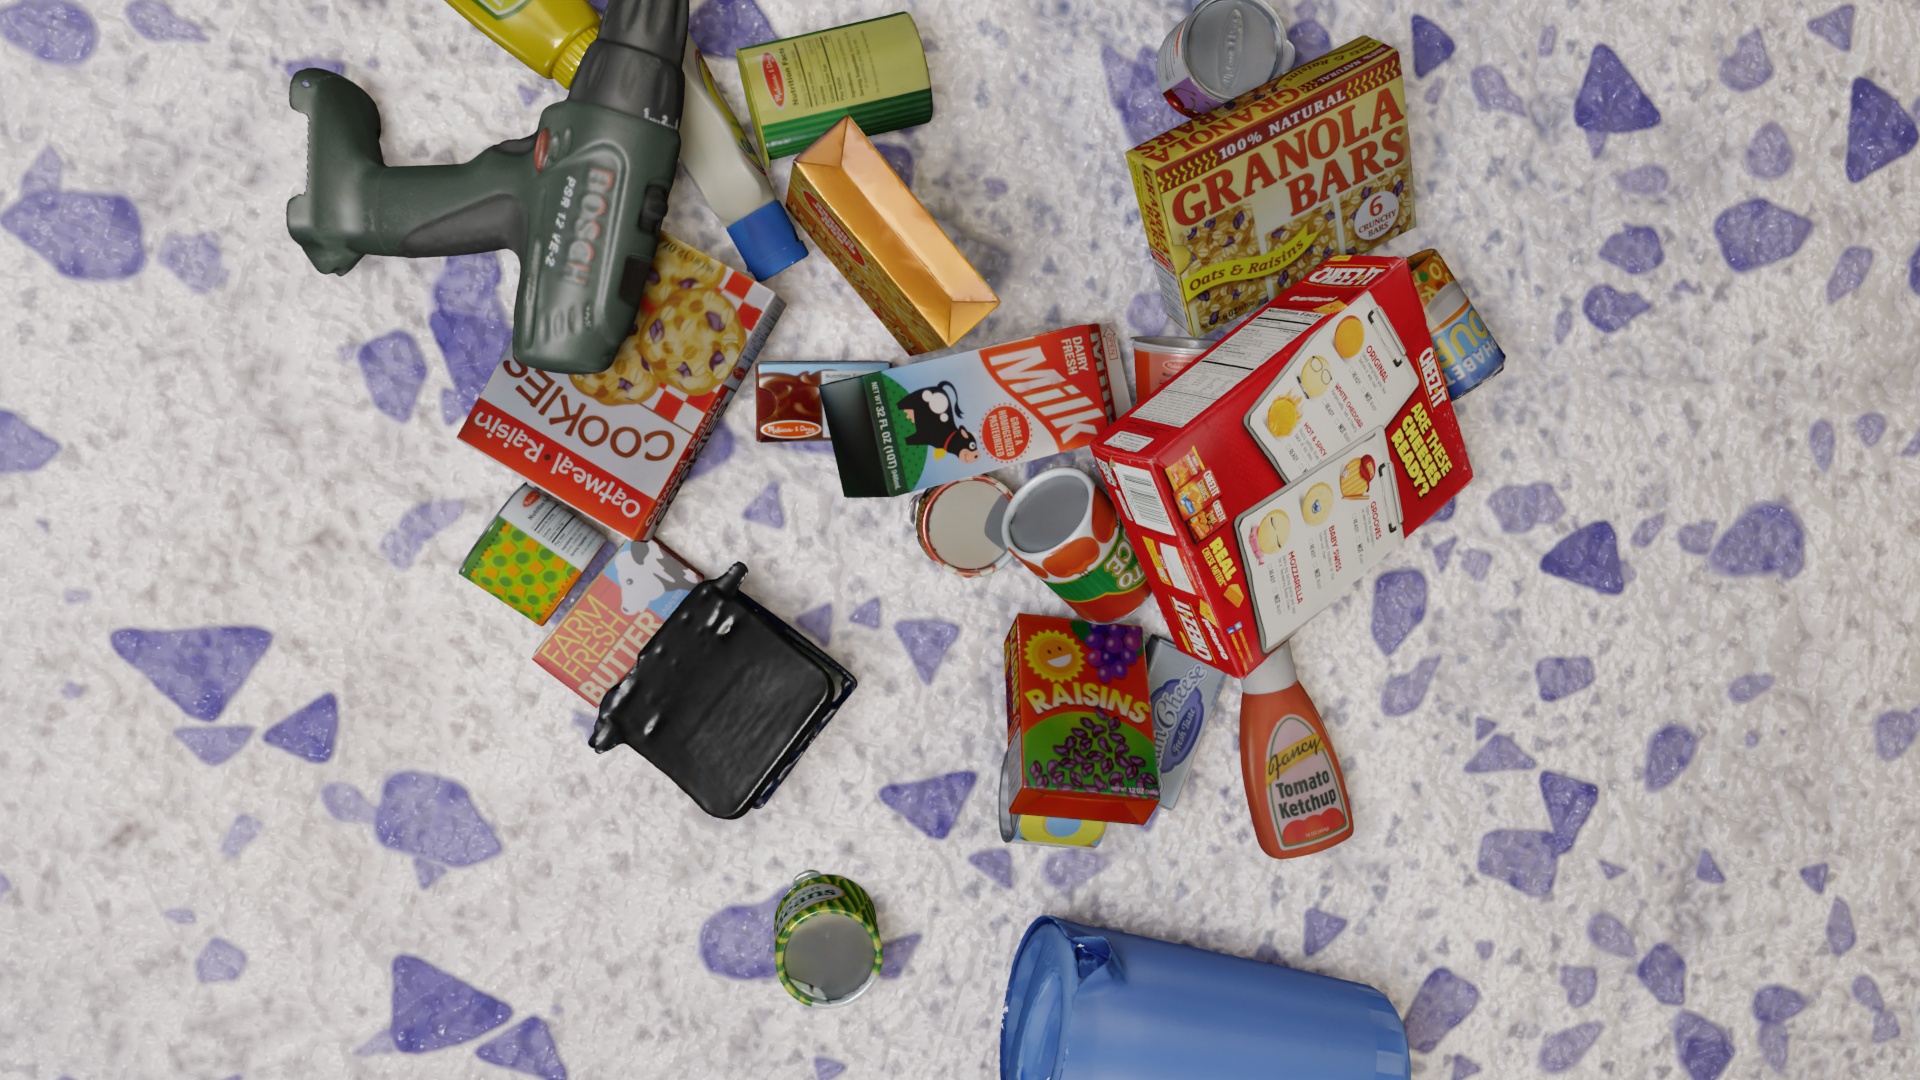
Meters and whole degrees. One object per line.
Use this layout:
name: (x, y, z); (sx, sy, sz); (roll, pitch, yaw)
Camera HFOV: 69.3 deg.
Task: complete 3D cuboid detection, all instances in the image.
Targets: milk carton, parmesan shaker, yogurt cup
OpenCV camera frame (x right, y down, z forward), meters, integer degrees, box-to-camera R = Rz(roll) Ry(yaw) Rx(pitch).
milk carton: (0.020, -0.081, 0.834); (0.191, 0.073, 0.072); (-15, 98, -25)
parmesan shaker: (-0.073, -0.265, 0.820); (0.103, 0.071, 0.071); (-15, 98, -7)
yogurt cup: (0.140, -0.097, 0.869); (0.072, 0.072, 0.053); (1, 104, -8)

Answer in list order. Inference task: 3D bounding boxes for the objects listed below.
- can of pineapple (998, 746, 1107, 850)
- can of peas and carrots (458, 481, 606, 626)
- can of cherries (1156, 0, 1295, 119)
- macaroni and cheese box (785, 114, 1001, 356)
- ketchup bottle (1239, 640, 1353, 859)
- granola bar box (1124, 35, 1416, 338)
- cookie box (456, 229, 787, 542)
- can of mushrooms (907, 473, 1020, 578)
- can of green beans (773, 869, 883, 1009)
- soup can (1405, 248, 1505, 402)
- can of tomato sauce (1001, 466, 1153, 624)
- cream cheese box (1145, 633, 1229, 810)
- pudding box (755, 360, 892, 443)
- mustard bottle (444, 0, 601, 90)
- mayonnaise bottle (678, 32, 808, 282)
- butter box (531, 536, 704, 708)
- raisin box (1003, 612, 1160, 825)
can of pineapple: (0.059, 0.159, 0.878); (0.058, 0.071, 0.071); (7, 94, -10)
can of peas and carrots: (-0.253, 0.010, 0.821); (0.058, 0.071, 0.071); (35, 90, -10)
can of cherries: (0.162, -0.296, 0.856); (0.071, 0.058, 0.071); (-1, 95, -8)
macaroni and cheese box: (-0.043, -0.164, 0.783); (0.040, 0.166, 0.123); (-41, 100, -3)
ketchup bottle: (0.211, 0.130, 0.910); (0.065, 0.043, 0.148); (-16, 97, -8)
granola bar box: (0.194, -0.214, 0.849); (0.166, 0.039, 0.123); (-27, 131, -5)
cookie box: (-0.199, -0.099, 0.819); (0.123, 0.040, 0.167); (30, 91, 4)
can of mushrooms: (0.003, -0.011, 0.872); (0.071, 0.033, 0.071); (-1, 96, -8)
can of green beans: (-0.084, 0.251, 0.870); (0.071, 0.058, 0.071); (-1, 95, -8)
soup can: (0.297, -0.134, 0.884); (0.071, 0.071, 0.083); (-37, 99, -3)
can of tomato sauce: (0.076, 0.003, 0.849); (0.071, 0.071, 0.083); (-49, 131, -1)
cream cheese box: (0.132, 0.119, 0.907); (0.053, 0.024, 0.103); (22, 92, -9)
pudding box: (-0.084, -0.086, 0.853); (0.084, 0.030, 0.049); (-2, 97, -8)
mustard bottle: (-0.249, -0.310, 0.799); (0.160, 0.049, 0.065); (43, 91, -10)
mayonnaise bottle: (-0.141, -0.225, 0.818); (0.041, 0.065, 0.148); (-28, 103, 8)
butter box: (-0.209, 0.046, 0.850); (0.053, 0.024, 0.103); (39, 89, -9)
raisin box: (0.073, 0.109, 0.855); (0.086, 0.039, 0.124); (6, 52, -9)
